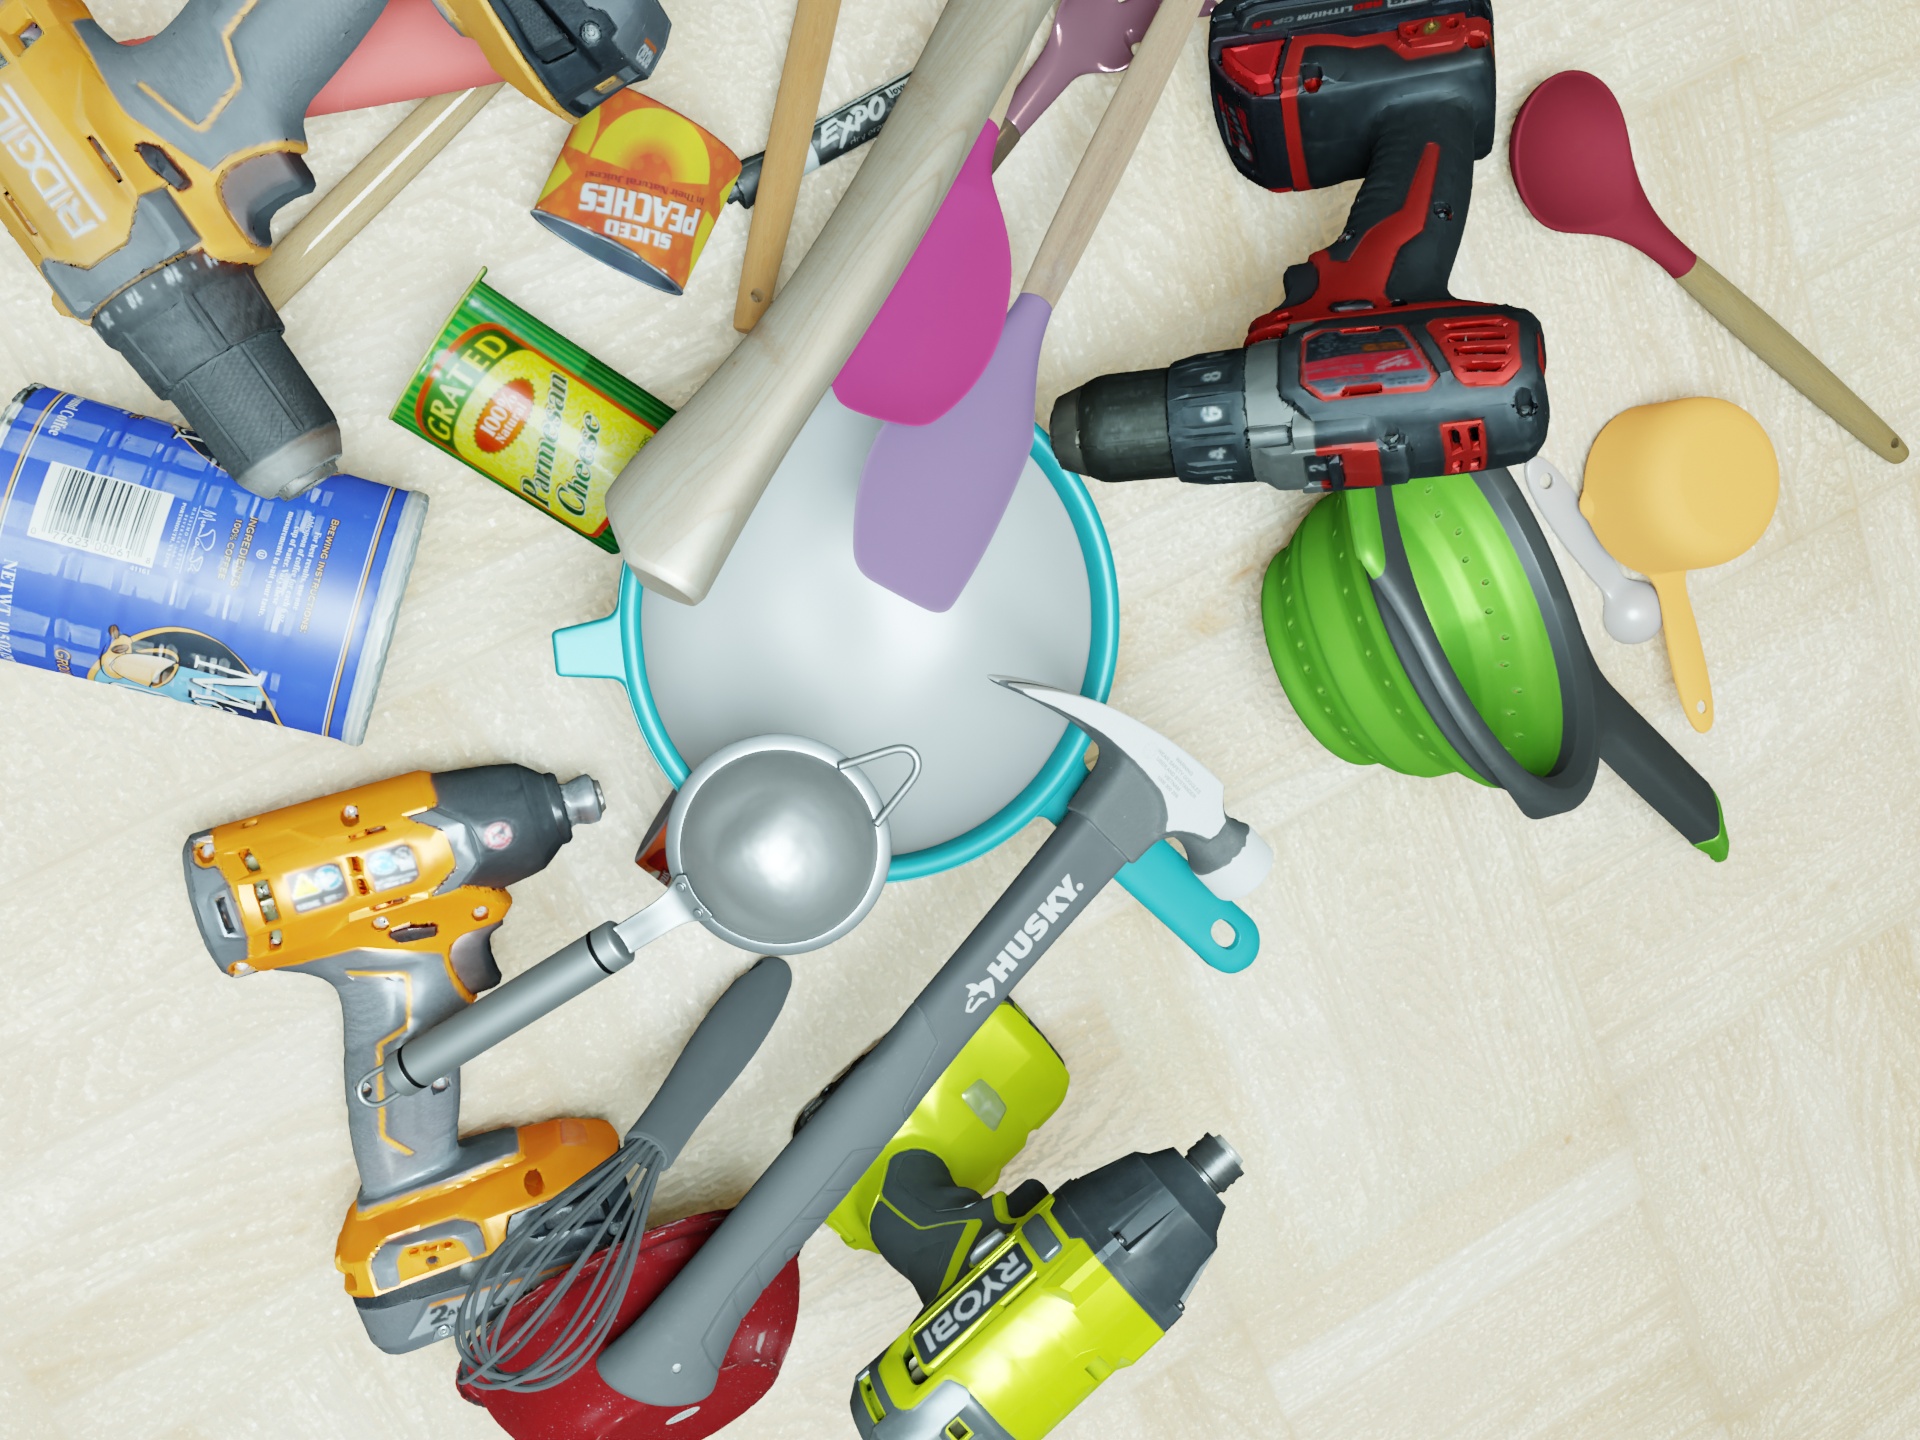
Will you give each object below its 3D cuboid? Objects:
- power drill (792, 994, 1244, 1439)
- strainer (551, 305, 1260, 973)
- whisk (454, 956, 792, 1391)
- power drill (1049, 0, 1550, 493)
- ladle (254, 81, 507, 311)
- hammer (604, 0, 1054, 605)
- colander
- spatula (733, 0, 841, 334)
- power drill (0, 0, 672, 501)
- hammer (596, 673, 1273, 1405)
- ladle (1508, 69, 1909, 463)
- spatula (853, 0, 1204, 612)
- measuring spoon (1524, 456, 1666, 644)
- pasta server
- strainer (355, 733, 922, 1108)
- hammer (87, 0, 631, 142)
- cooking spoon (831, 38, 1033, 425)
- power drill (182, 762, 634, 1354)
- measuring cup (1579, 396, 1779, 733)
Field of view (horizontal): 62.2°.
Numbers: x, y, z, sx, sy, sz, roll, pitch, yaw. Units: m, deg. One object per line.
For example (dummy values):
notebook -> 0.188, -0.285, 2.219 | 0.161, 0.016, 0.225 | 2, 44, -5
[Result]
power drill -> 0.016, 0.203, 0.677 | 0.171, 0.223, 0.080 | -41, 109, -5
strainer -> -0.001, -0.002, 0.697 | 0.340, 0.095, 0.211 | 42, 79, -20
whisk -> -0.126, 0.173, 0.650 | 0.055, 0.239, 0.055 | 12, 125, 17
power drill -> 0.135, -0.191, 0.648 | 0.188, 0.080, 0.227 | -3, 63, 19
ladle -> -0.199, -0.243, 0.628 | 0.320, 0.062, 0.078 | -43, 111, 3
hammer -> -0.004, -0.221, 0.606 | 0.146, 0.038, 0.411 | 26, 79, 8
colander -> 0.259, -0.008, 0.778 | 0.396, 0.094, 0.205 | 33, 48, -37
spatula -> -0.050, -0.316, 0.641 | 0.081, 0.041, 0.322 | 12, 91, -19
power drill -> -0.208, -0.198, 0.530 | 0.226, 0.084, 0.185 | -30, 104, 5
hammer -> -0.023, 0.131, 0.636 | 0.146, 0.035, 0.335 | 44, 82, -24
ladle -> 0.386, -0.218, 0.809 | 0.315, 0.031, 0.069 | 30, 94, -22
spatula -> 0.039, -0.191, 0.641 | 0.059, 0.018, 0.316 | 29, 81, -15
measuring spoon -> 0.329, -0.088, 0.821 | 0.034, 0.018, 0.124 | -43, 108, -4
pasta server -> 0.006, -0.236, 0.686 | 0.060, 0.040, 0.316 | 40, 89, -31
strainer -> -0.126, 0.084, 0.606 | 0.258, 0.050, 0.087 | -31, 98, 8
hammer -> -0.291, -0.217, 0.574 | 0.359, 0.037, 0.149 | -12, 104, -4
cooking spoon -> 0.016, -0.262, 0.643 | 0.069, 0.017, 0.319 | 16, 77, 5
power drill -> -0.209, 0.131, 0.674 | 0.164, 0.084, 0.226 | -17, 102, -15
measuring cup -> 0.376, -0.078, 0.804 | 0.095, 0.052, 0.173 | -14, 93, -19
